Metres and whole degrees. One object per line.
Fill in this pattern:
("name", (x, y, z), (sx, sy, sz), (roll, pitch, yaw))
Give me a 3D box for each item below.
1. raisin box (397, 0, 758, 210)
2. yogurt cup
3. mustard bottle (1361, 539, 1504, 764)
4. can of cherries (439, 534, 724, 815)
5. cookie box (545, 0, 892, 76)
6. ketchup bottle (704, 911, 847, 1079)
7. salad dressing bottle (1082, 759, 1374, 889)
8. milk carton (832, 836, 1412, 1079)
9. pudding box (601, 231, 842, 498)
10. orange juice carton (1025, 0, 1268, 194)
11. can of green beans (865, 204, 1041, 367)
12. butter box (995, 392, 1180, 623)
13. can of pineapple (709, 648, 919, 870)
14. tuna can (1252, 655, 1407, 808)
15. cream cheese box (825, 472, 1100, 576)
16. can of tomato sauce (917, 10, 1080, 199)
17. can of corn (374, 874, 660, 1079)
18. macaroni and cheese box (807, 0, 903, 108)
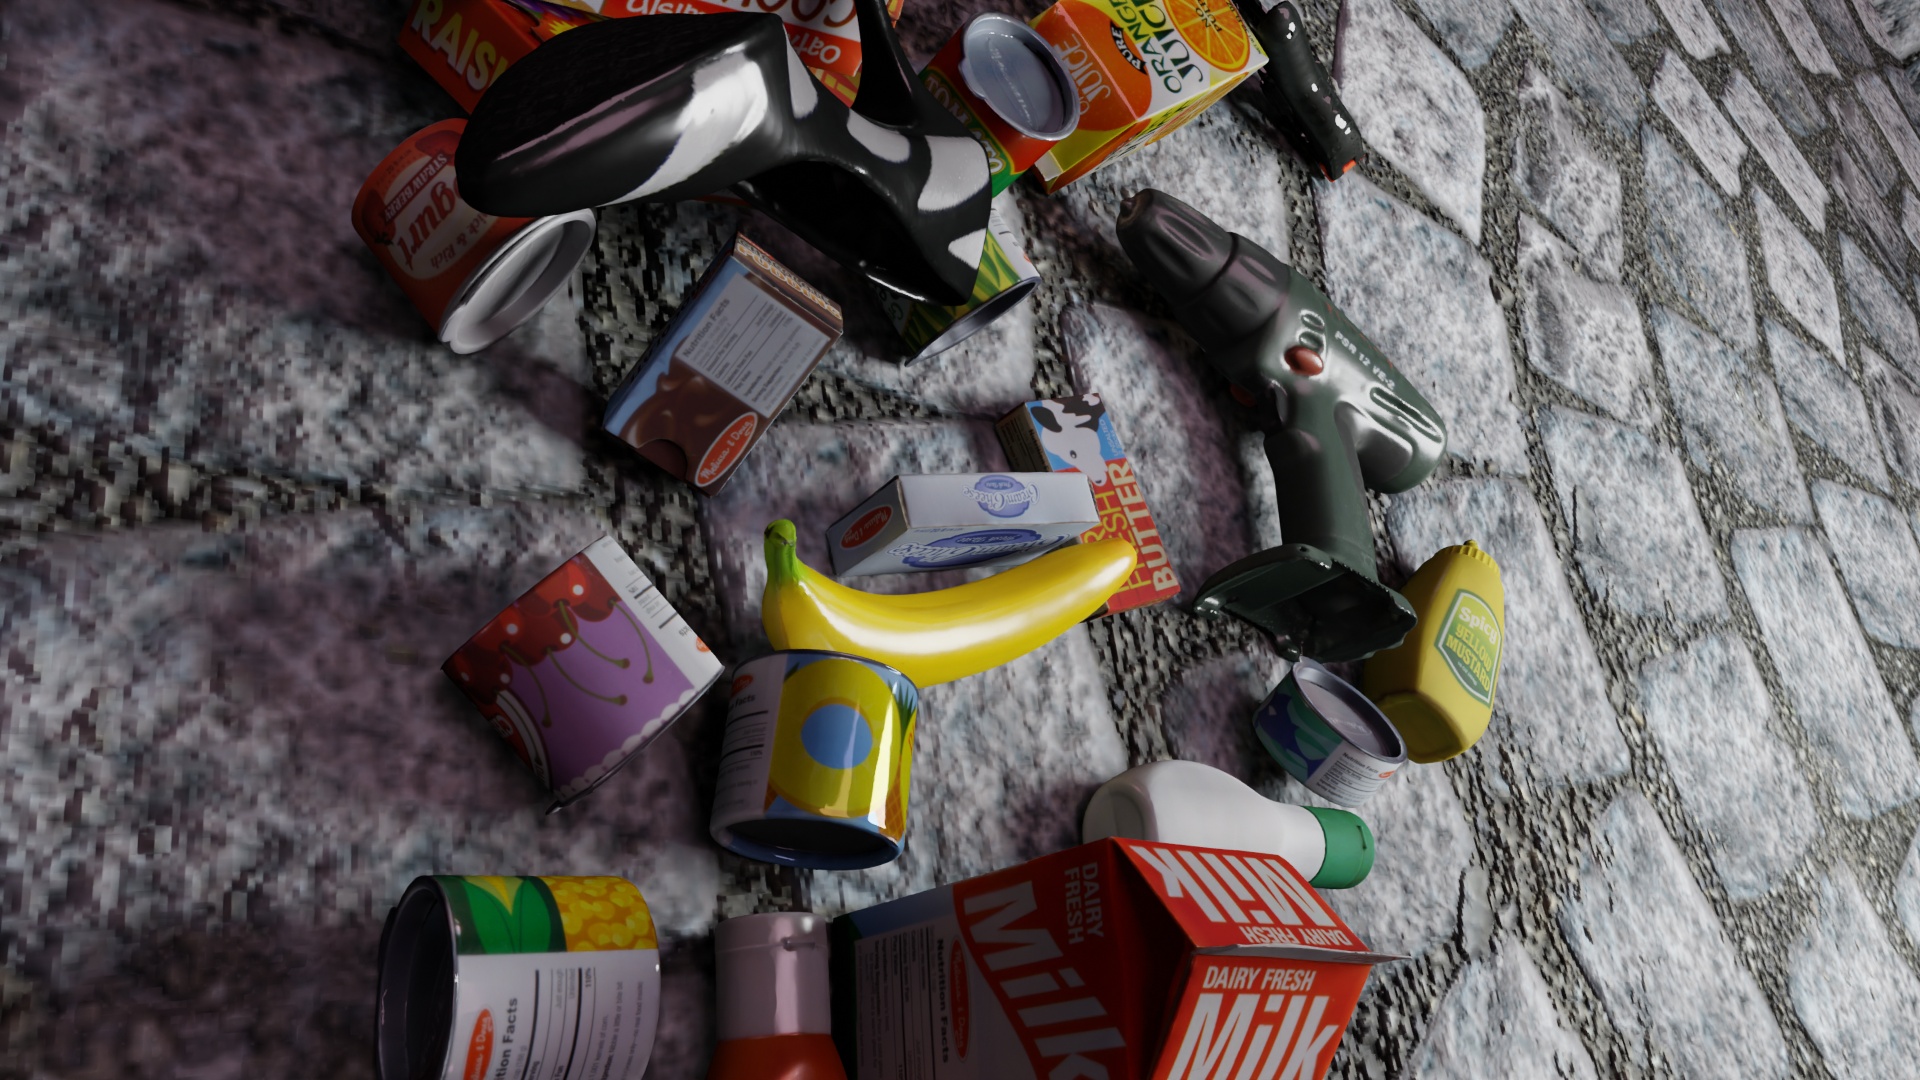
("raisin box", (-0.127, -0.166, 0.512), (0.086, 0.040, 0.124), (45, 26, 19))
("yogurt cup", (-0.168, -0.106, 0.475), (0.054, 0.072, 0.073), (45, 47, -2))
("mustard bottle", (0.264, 0.046, 0.755), (0.065, 0.048, 0.161), (46, 48, -14))
("can of cherries", (-0.120, 0.042, 0.437), (0.058, 0.071, 0.072), (51, 47, -7))
("cookie box", (-0.121, -0.238, 0.512), (0.168, 0.040, 0.123), (1, 48, -38))
("ketchup bottle", (-0.056, 0.193, 0.427), (0.065, 0.043, 0.149), (13, 61, -35))
("salad dressing bottle", (0.121, 0.131, 0.602), (0.148, 0.043, 0.064), (13, 56, -36))
("milk carton", (0.040, 0.140, 0.430), (0.072, 0.190, 0.074), (14, 61, -34))
("pudding box", (-0.087, -0.063, 0.504), (0.049, 0.083, 0.030), (34, 19, -21))
("orange juice carton", (0.078, -0.244, 0.735), (0.194, 0.072, 0.072), (-37, 94, -43))
("can of green beans", (-0.007, -0.120, 0.609), (0.071, 0.071, 0.058), (-32, 90, -44))
("butter box", (0.058, -0.015, 0.638), (0.053, 0.024, 0.103), (-13, 76, -41))
("can of pineapple", (-0.048, 0.077, 0.476), (0.071, 0.070, 0.058), (22, 57, -29))
("tuna can", (0.172, 0.089, 0.653), (0.071, 0.032, 0.071), (29, 23, -13))
("cream cheese box", (0.002, -0.007, 0.568), (0.104, 0.053, 0.024), (-3, 71, -40))
("can of tomato sauce", (0.002, -0.189, 0.639), (0.071, 0.082, 0.071), (18, 58, -32))
("can of corn", (-0.126, 0.127, 0.391), (0.058, 0.071, 0.071), (10, 62, -36))
("macaroni and cheese box", (-0.106, -0.261, 0.618), (0.166, 0.040, 0.124), (27, 55, -26))
